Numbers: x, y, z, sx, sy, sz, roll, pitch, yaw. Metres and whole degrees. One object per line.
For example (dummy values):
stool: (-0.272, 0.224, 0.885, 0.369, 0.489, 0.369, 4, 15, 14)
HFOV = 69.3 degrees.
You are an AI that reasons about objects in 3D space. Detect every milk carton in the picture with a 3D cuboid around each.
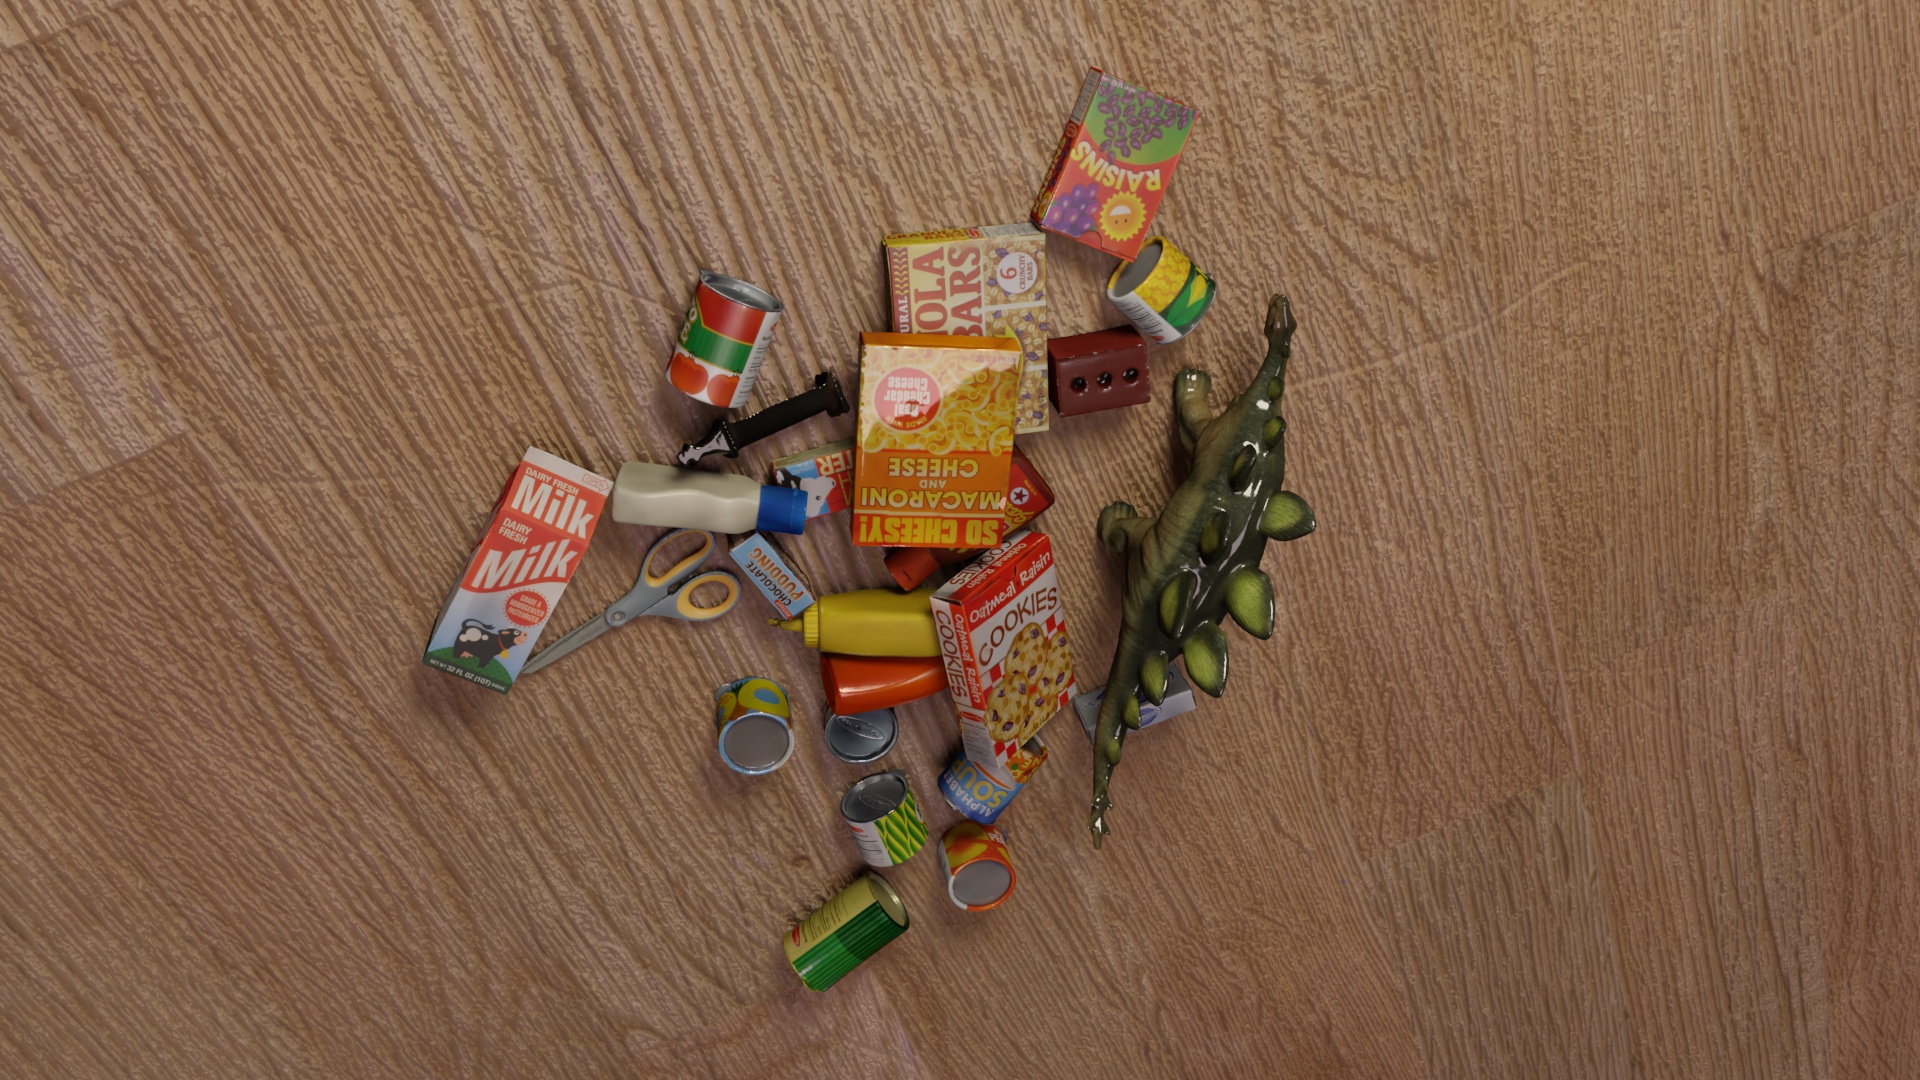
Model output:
milk carton: (-0.347, 0.018, 1.093, 0.072, 0.074, 0.190, 25, 107, -21)

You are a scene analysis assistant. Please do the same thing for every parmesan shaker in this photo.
parmesan shaker: (-0.106, 0.371, 1.311, 0.103, 0.071, 0.071, -38, 117, 7)

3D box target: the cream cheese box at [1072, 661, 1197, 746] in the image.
cream cheese box: (0.159, 0.149, 1.273, 0.104, 0.053, 0.024, -20, 120, -2)

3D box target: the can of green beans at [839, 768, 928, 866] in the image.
can of green beans: (-0.069, 0.254, 1.268, 0.071, 0.071, 0.057, -21, 118, -1)

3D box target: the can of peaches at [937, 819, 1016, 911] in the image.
can of peaches: (0.017, 0.307, 1.315, 0.071, 0.058, 0.071, -4, 116, -9)

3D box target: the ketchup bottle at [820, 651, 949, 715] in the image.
ketchup bottle: (-0.044, 0.112, 1.211, 0.149, 0.065, 0.043, -7, 130, -18)

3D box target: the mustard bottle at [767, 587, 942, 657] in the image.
mustard bottle: (-0.083, 0.070, 1.182, 0.160, 0.065, 0.048, 0, 112, -6)

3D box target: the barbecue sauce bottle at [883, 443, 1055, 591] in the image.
barbecue sauce bottle: (0.004, -0.015, 1.169, 0.148, 0.044, 0.064, -37, 116, 7)

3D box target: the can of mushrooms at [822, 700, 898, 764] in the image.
can of mushrooms: (-0.088, 0.161, 1.238, 0.071, 0.033, 0.070, -4, 116, -9)

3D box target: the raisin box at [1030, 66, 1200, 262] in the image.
raisin box: (0.118, -0.288, 1.067, 0.086, 0.040, 0.123, 16, 111, -19)

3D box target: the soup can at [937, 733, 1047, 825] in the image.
soup can: (0.028, 0.206, 1.263, 0.071, 0.071, 0.083, 31, 105, -23)

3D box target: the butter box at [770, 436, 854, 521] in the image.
butter box: (-0.099, -0.053, 1.140, 0.103, 0.024, 0.053, -16, 116, -4)

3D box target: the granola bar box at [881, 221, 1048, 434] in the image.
granola bar box: (0.006, -0.162, 1.102, 0.124, 0.039, 0.164, -7, 116, -8)

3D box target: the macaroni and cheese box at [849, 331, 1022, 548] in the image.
macaroni and cheese box: (-0.021, -0.077, 1.091, 0.124, 0.040, 0.165, 1, 115, -8)

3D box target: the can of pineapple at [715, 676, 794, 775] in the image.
can of pineapple: (-0.180, 0.160, 1.204, 0.071, 0.058, 0.070, -5, 116, -9)

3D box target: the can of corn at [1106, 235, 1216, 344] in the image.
can of corn: (0.160, -0.201, 1.103, 0.058, 0.071, 0.071, 36, 103, -24)

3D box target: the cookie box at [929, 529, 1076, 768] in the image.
cookie box: (0.041, 0.091, 1.190, 0.123, 0.040, 0.166, -37, 126, -41)

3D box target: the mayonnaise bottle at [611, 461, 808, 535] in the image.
mayonnaise bottle: (-0.197, -0.030, 1.099, 0.148, 0.065, 0.041, 7, 115, -7)

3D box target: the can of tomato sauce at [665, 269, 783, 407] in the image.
can of tomato sauce: (-0.181, -0.152, 1.053, 0.071, 0.071, 0.082, 18, 111, -19)

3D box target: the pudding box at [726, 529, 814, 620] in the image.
pudding box: (-0.158, 0.021, 1.148, 0.030, 0.050, 0.083, -34, 117, 4)
